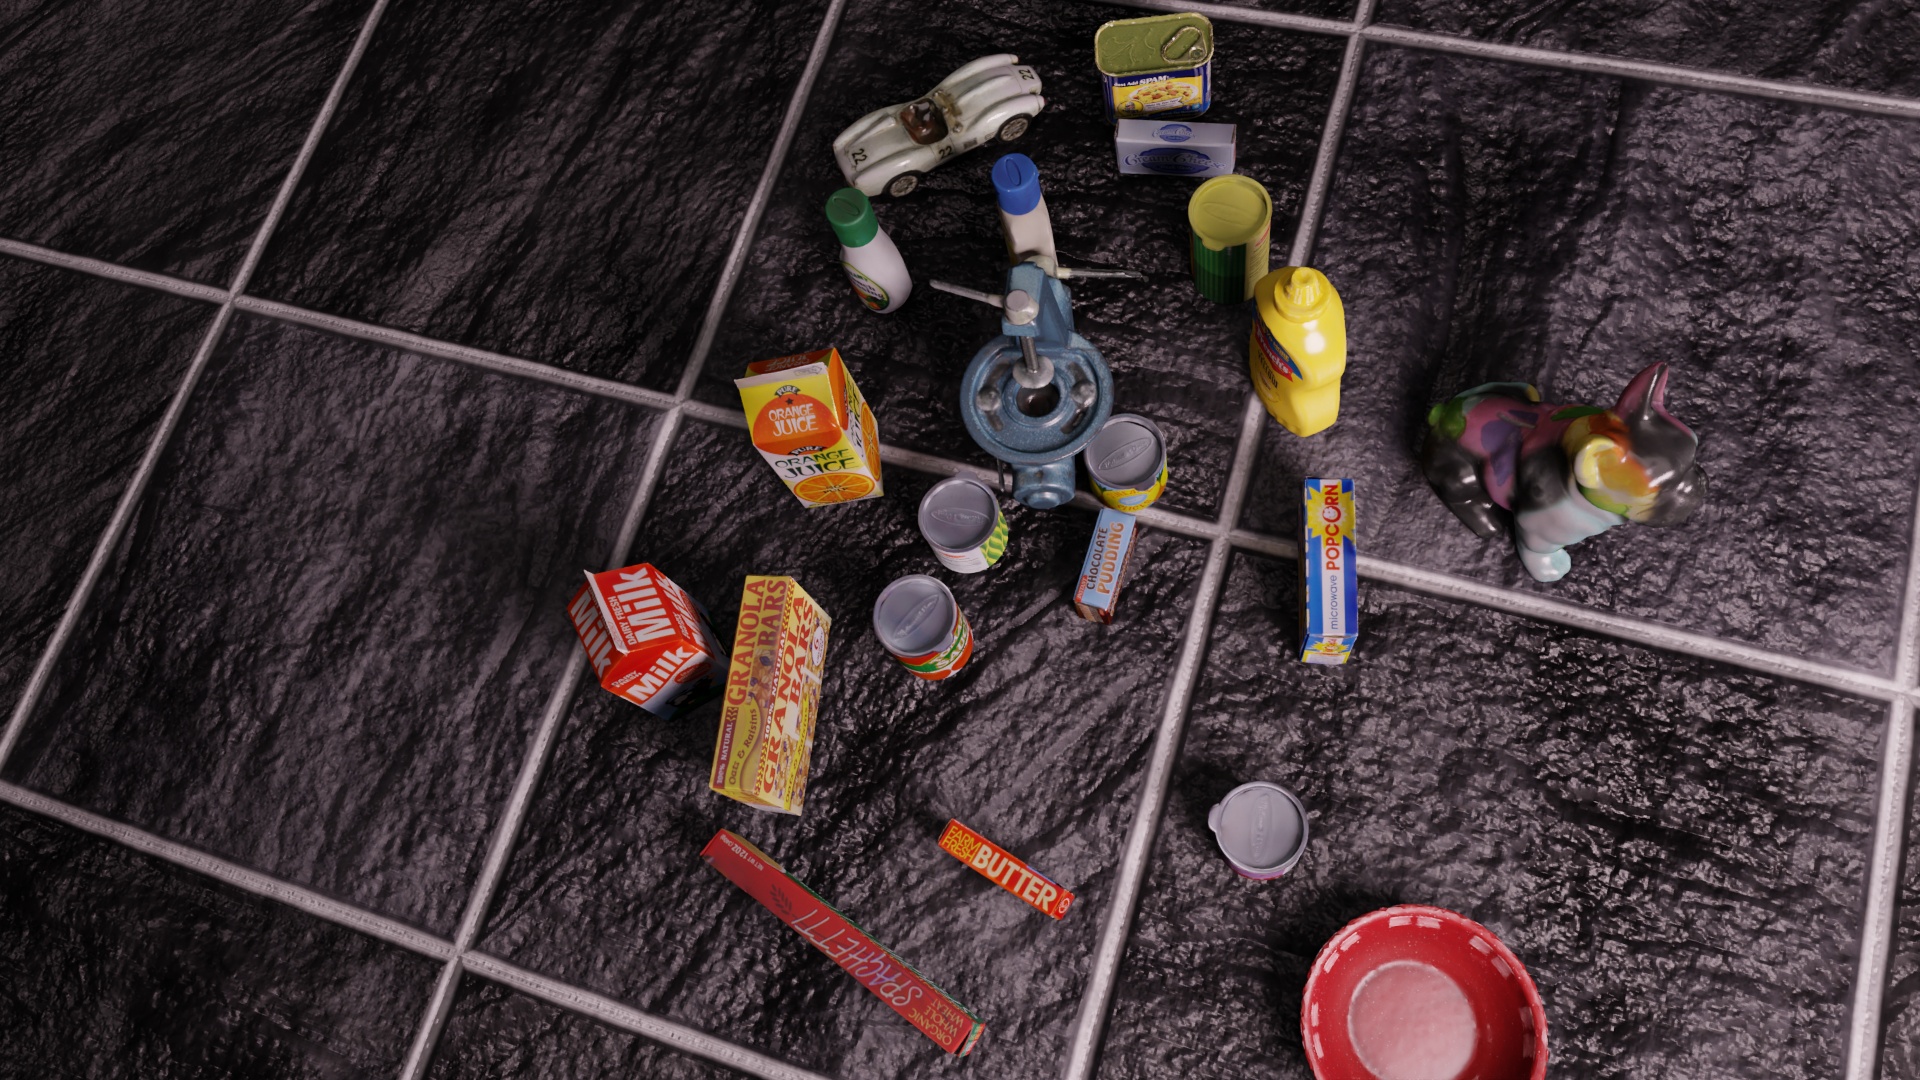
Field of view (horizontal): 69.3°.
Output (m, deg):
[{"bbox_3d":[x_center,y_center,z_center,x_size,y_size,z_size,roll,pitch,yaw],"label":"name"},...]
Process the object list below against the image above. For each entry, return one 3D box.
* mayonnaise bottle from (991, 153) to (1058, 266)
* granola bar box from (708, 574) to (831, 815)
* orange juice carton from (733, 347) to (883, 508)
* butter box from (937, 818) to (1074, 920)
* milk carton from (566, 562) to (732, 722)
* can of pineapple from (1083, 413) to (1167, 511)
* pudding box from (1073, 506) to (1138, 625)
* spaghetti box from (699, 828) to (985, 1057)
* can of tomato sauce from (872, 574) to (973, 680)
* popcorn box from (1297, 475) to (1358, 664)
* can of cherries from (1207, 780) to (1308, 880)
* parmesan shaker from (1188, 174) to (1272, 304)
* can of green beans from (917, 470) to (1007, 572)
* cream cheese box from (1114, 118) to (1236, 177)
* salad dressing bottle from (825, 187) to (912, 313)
[{"bbox_3d":[0.054,-0.271,1.175,0.041,0.147,0.065,-20,69,3],"label":"mayonnaise bottle"},{"bbox_3d":[-0.146,0.123,1.085,0.039,0.124,0.166,3,72,11],"label":"granola bar box"},{"bbox_3d":[-0.119,-0.095,1.120,0.072,0.192,0.073,-9,70,7],"label":"orange juice carton"},{"bbox_3d":[0.034,0.248,1.047,0.103,0.053,0.024,29,79,18],"label":"butter box"},{"bbox_3d":[-0.241,0.078,1.082,0.073,0.190,0.072,-30,69,-1],"label":"milk carton"},{"bbox_3d":[0.136,-0.061,1.135,0.071,0.057,0.071,-3,71,9],"label":"can of pineapple"},{"bbox_3d":[0.117,0.020,1.114,0.030,0.049,0.084,15,74,15],"label":"pudding box"},{"bbox_3d":[-0.090,0.302,1.052,0.250,0.050,0.029,32,80,19],"label":"spaghetti box"},{"bbox_3d":[-0.027,0.071,1.104,0.071,0.083,0.071,-3,71,9],"label":"can of tomato sauce"},{"bbox_3d":[0.280,0.024,1.065,0.038,0.085,0.127,0,71,10],"label":"popcorn box"},{"bbox_3d":[0.218,0.214,1.023,0.071,0.058,0.071,-3,71,9],"label":"can of cherries"},{"bbox_3d":[0.223,-0.247,1.161,0.071,0.103,0.071,-3,71,9],"label":"parmesan shaker"},{"bbox_3d":[0.003,-0.012,1.142,0.071,0.057,0.071,-3,71,9],"label":"can of green beans"},{"bbox_3d":[0.190,-0.346,1.228,0.104,0.053,0.024,6,73,12],"label":"cream cheese box"},{"bbox_3d":[-0.080,-0.248,1.192,0.064,0.147,0.044,36,81,19],"label":"salad dressing bottle"}]
